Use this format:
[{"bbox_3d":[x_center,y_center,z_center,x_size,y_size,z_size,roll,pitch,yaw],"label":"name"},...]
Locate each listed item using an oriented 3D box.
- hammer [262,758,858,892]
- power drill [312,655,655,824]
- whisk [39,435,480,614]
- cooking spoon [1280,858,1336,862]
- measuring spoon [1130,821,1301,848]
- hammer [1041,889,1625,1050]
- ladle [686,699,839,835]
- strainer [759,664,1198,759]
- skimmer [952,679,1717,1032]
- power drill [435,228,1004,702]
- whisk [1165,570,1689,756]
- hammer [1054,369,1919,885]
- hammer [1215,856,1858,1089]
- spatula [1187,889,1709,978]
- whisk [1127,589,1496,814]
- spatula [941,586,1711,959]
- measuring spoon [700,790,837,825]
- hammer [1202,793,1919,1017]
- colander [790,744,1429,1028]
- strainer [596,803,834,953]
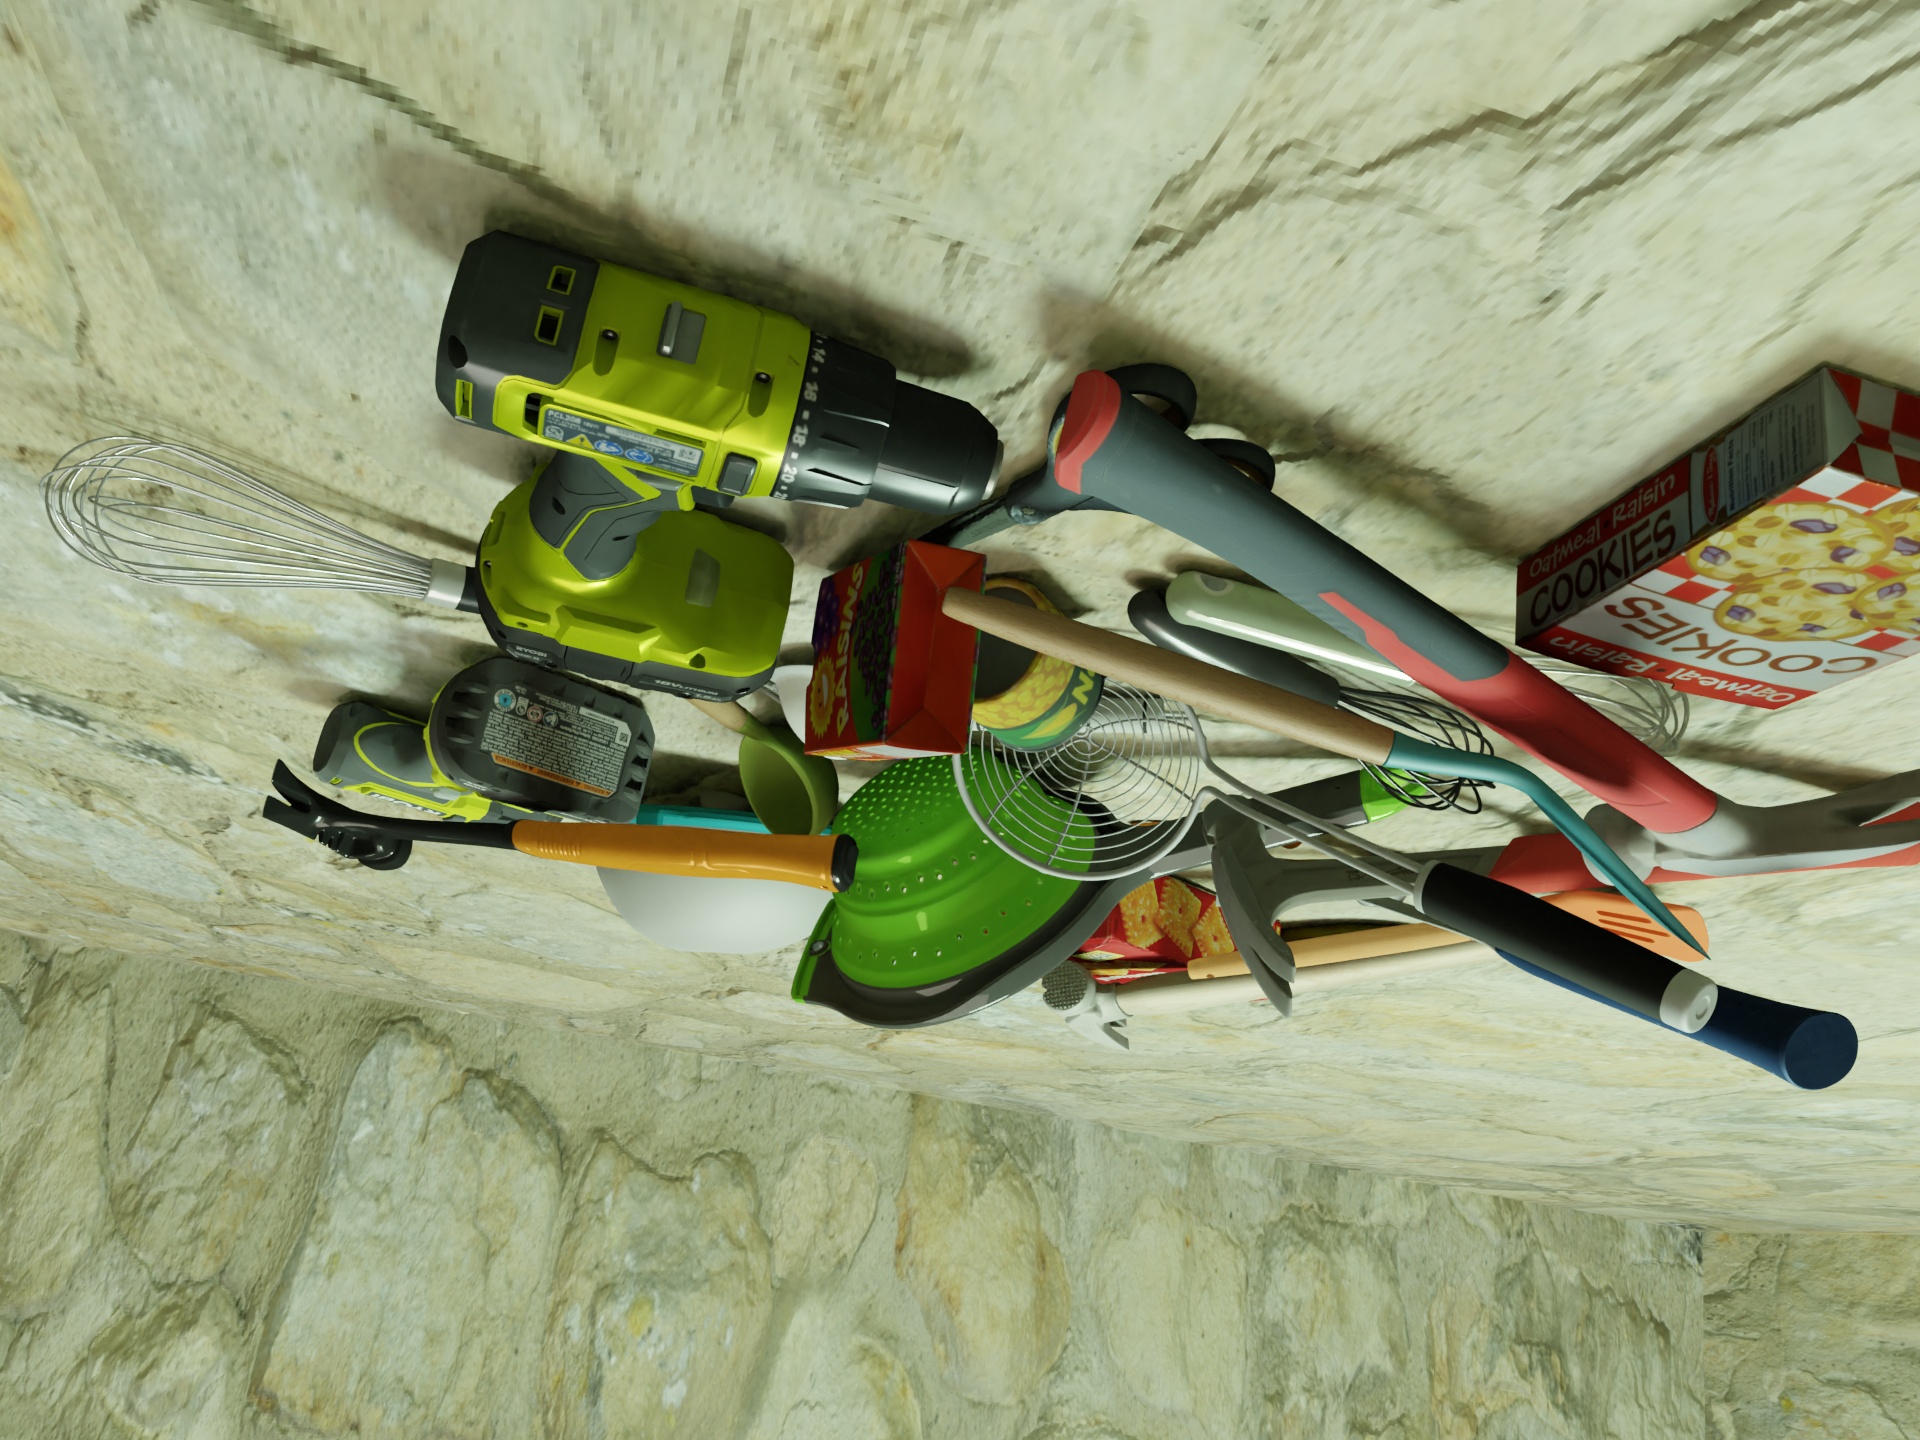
[{"bbox_3d":[-0.224,0.067,0.911,0.337,0.034,0.127,3,160,13],"label":"hammer"},{"bbox_3d":[-0.298,0.028,1.024,0.171,0.080,0.223,22,160,-34],"label":"power drill"},{"bbox_3d":[-0.279,-0.074,0.760,0.284,0.070,0.070,13,161,-29],"label":"whisk"},{"bbox_3d":[0.298,0.089,0.921,0.318,0.017,0.069,3,166,-31],"label":"cooking spoon"},{"bbox_3d":[0.168,0.077,1.050,0.117,0.011,0.021,2,159,19],"label":"measuring spoon"},{"bbox_3d":[0.272,0.175,1.121,0.410,0.038,0.146,-13,152,20],"label":"hammer"},{"bbox_3d":[-0.142,-0.001,0.864,0.078,0.062,0.320,45,179,25],"label":"ladle"},{"bbox_3d":[-0.001,-0.003,0.864,0.258,0.050,0.086,1,159,12],"label":"strainer"},{"bbox_3d":[0.138,0.058,0.699,0.090,0.127,0.364,-12,-156,-35],"label":"skimmer"},{"bbox_3d":[-0.102,-0.085,0.620,0.190,0.080,0.228,14,157,-13],"label":"power drill"},{"bbox_3d":[0.208,-0.024,0.706,0.246,0.058,0.059,15,124,-6],"label":"whisk"},{"bbox_3d":[0.198,-0.027,0.602,0.386,0.038,0.143,27,155,-27],"label":"hammer"},{"bbox_3d":[0.286,0.120,0.855,0.144,0.035,0.406,4,-176,-21],"label":"hammer"},{"bbox_3d":[0.304,0.146,1.027,0.322,0.041,0.080,-12,145,20],"label":"spatula"},{"bbox_3d":[0.173,-0.008,0.763,0.238,0.055,0.055,24,156,-28],"label":"whisk"},{"bbox_3d":[0.140,0.013,0.627,0.317,0.044,0.082,19,-170,4],"label":"spatula"},{"bbox_3d":[-0.129,0.072,1.150,0.124,0.018,0.034,10,161,1],"label":"measuring spoon"},{"bbox_3d":[0.309,0.075,0.792,0.359,0.149,0.036,-4,119,-4],"label":"hammer"},{"bbox_3d":[0.062,0.057,0.918,0.397,0.205,0.094,-18,116,21],"label":"colander"},{"bbox_3d":[-0.207,0.130,1.206,0.210,0.095,0.340,11,167,-29],"label":"strainer"}]
